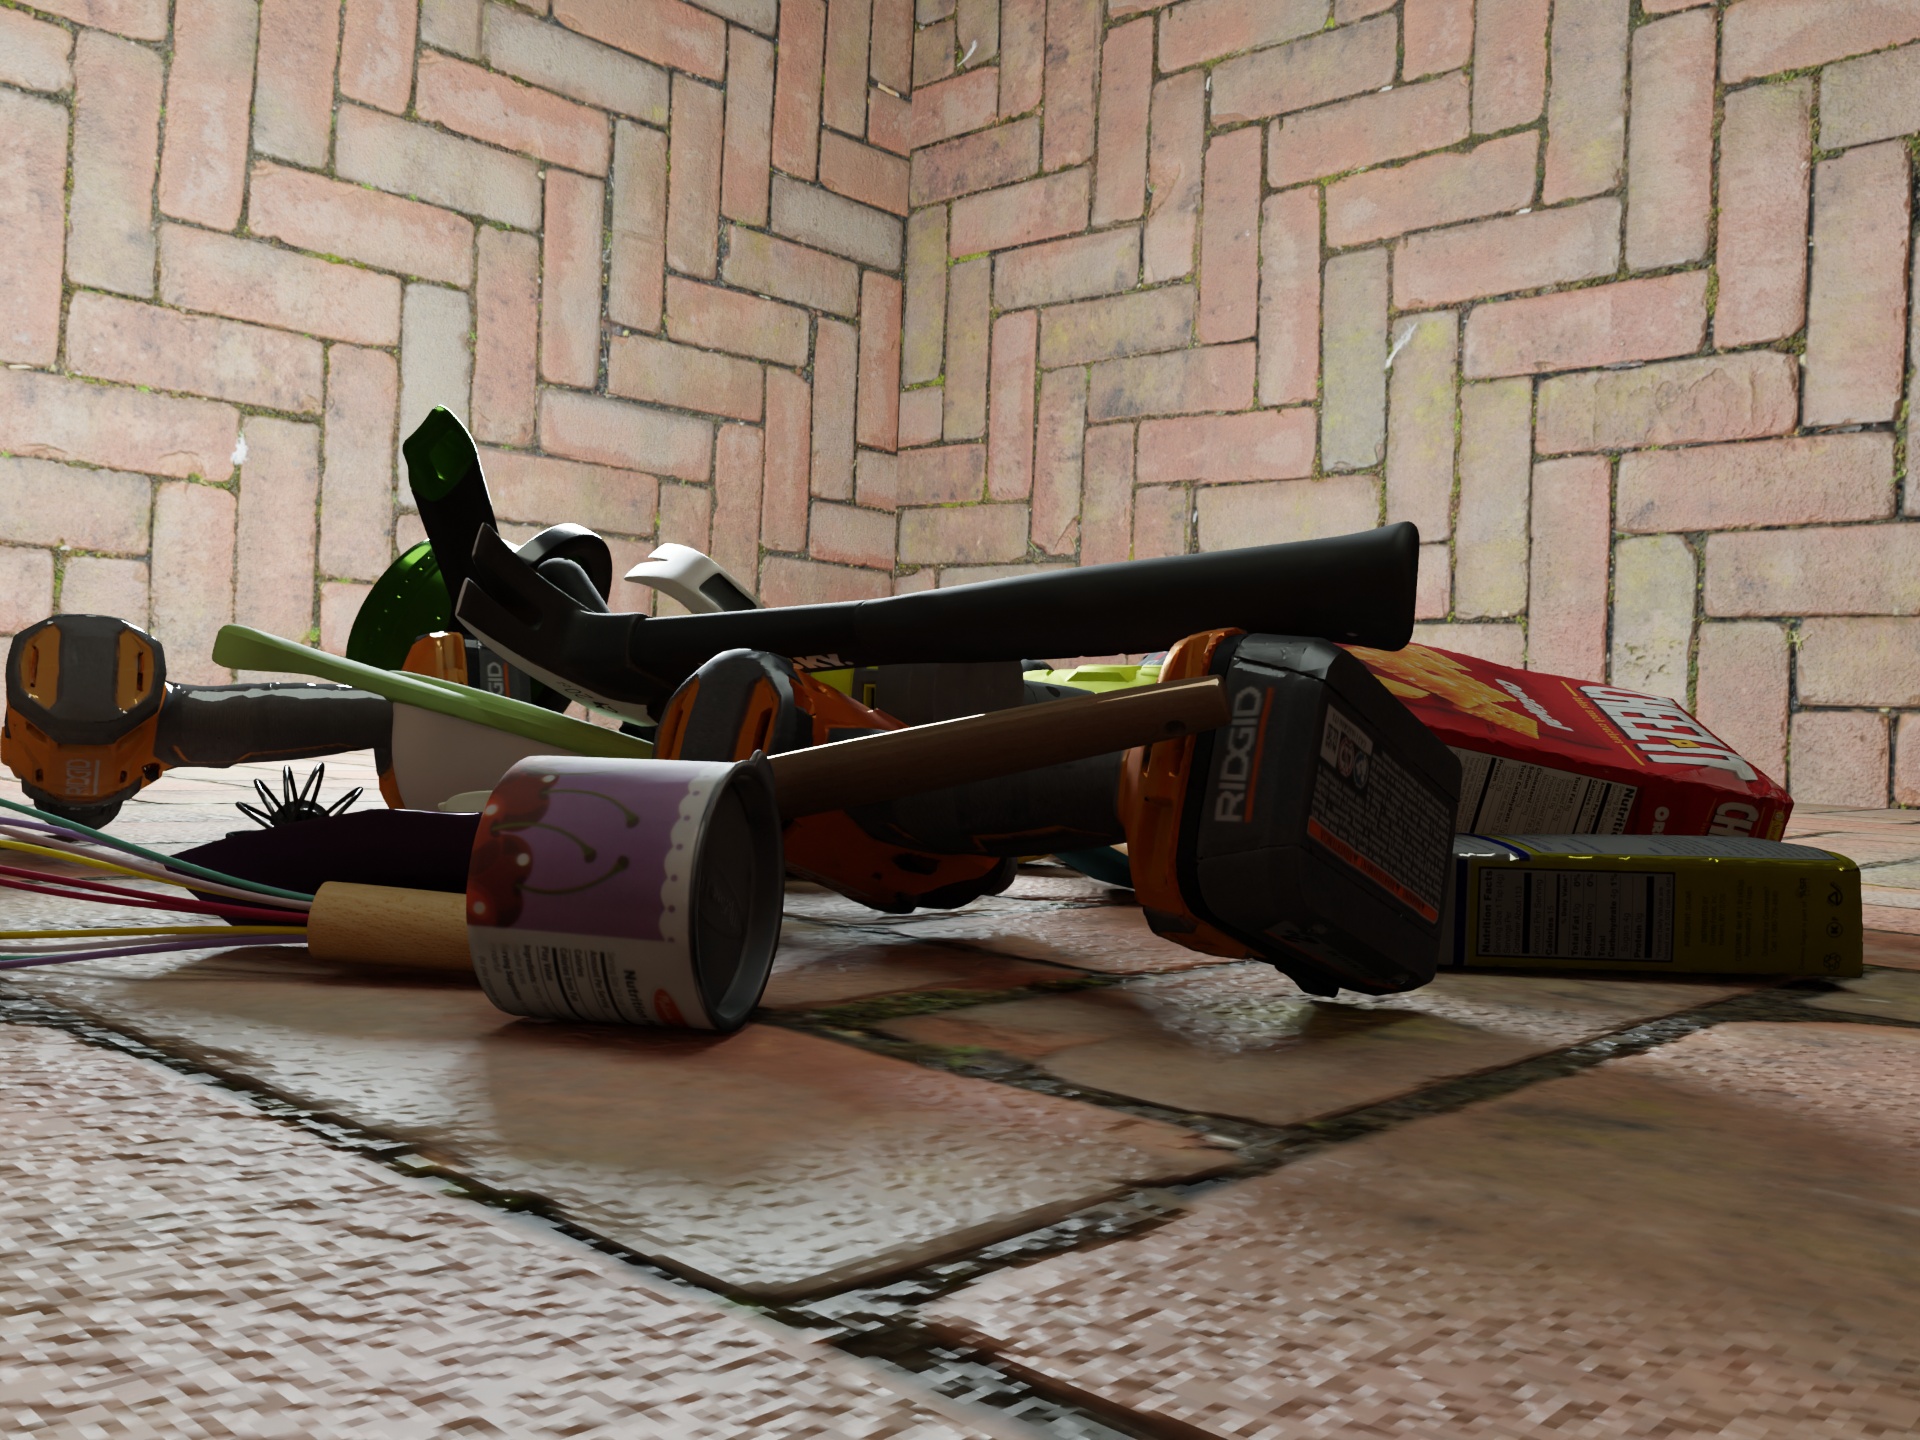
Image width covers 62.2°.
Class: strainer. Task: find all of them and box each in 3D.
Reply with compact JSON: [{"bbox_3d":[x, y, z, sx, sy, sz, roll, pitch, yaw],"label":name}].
[{"bbox_3d":[-0.198,0.022,0.629,0.151,0.069,0.256,13,-6,23],"label":"strainer"}]

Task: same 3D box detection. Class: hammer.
[{"bbox_3d":[-0.150,-0.007,0.970,0.031,0.130,0.331,-42,-8,-22],"label":"hammer"},{"bbox_3d":[-0.016,-0.032,0.516,0.335,0.035,0.146,-3,-22,34],"label":"hammer"}]

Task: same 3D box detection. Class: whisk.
[{"bbox_3d":[-0.273,0.045,0.660,0.055,0.055,0.239,2,-3,-23],"label":"whisk"},{"bbox_3d":[-0.199,0.051,0.443,0.245,0.051,0.047,5,-6,-2],"label":"whisk"}]

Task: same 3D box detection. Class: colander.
[{"bbox_3d":[-0.302,-0.078,0.920,0.094,0.204,0.397,30,-23,5],"label":"colander"}]

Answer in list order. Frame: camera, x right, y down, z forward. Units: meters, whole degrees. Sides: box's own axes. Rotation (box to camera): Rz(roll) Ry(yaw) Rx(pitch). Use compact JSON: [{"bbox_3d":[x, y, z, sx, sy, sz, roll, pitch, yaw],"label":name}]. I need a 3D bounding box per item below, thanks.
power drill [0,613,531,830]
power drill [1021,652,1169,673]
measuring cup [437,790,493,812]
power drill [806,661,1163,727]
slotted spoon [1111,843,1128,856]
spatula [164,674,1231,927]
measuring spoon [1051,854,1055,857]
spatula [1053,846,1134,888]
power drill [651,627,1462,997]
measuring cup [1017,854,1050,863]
[{"bbox_3d":[-0.346,0.014,0.792,0.226,0.084,0.185,3,-23,-30],"label":"power drill"},{"bbox_3d":[0.070,-0.004,0.983,0.227,0.080,0.188,-8,17,37],"label":"power drill"},{"bbox_3d":[-0.136,0.061,0.560,0.083,0.038,0.167,5,-17,-6],"label":"measuring cup"},{"bbox_3d":[-0.001,-0.002,0.730,0.228,0.080,0.191,13,-7,-43],"label":"power drill"},{"bbox_3d":[0.076,0.067,0.908,0.070,0.031,0.314,4,1,-19],"label":"slotted spoon"},{"bbox_3d":[-0.081,0.026,0.439,0.316,0.018,0.059,-12,-44,18],"label":"spatula"},{"bbox_3d":[0.066,0.076,0.846,0.021,0.011,0.117,13,-6,-12],"label":"measuring spoon"},{"bbox_3d":[-0.050,0.056,0.663,0.317,0.044,0.082,1,1,-26],"label":"spatula"},{"bbox_3d":[0.034,0.032,0.507,0.226,0.084,0.164,1,-19,37],"label":"power drill"},{"bbox_3d":[-0.014,0.069,0.830,0.156,0.029,0.062,-12,9,-33],"label":"measuring cup"}]
